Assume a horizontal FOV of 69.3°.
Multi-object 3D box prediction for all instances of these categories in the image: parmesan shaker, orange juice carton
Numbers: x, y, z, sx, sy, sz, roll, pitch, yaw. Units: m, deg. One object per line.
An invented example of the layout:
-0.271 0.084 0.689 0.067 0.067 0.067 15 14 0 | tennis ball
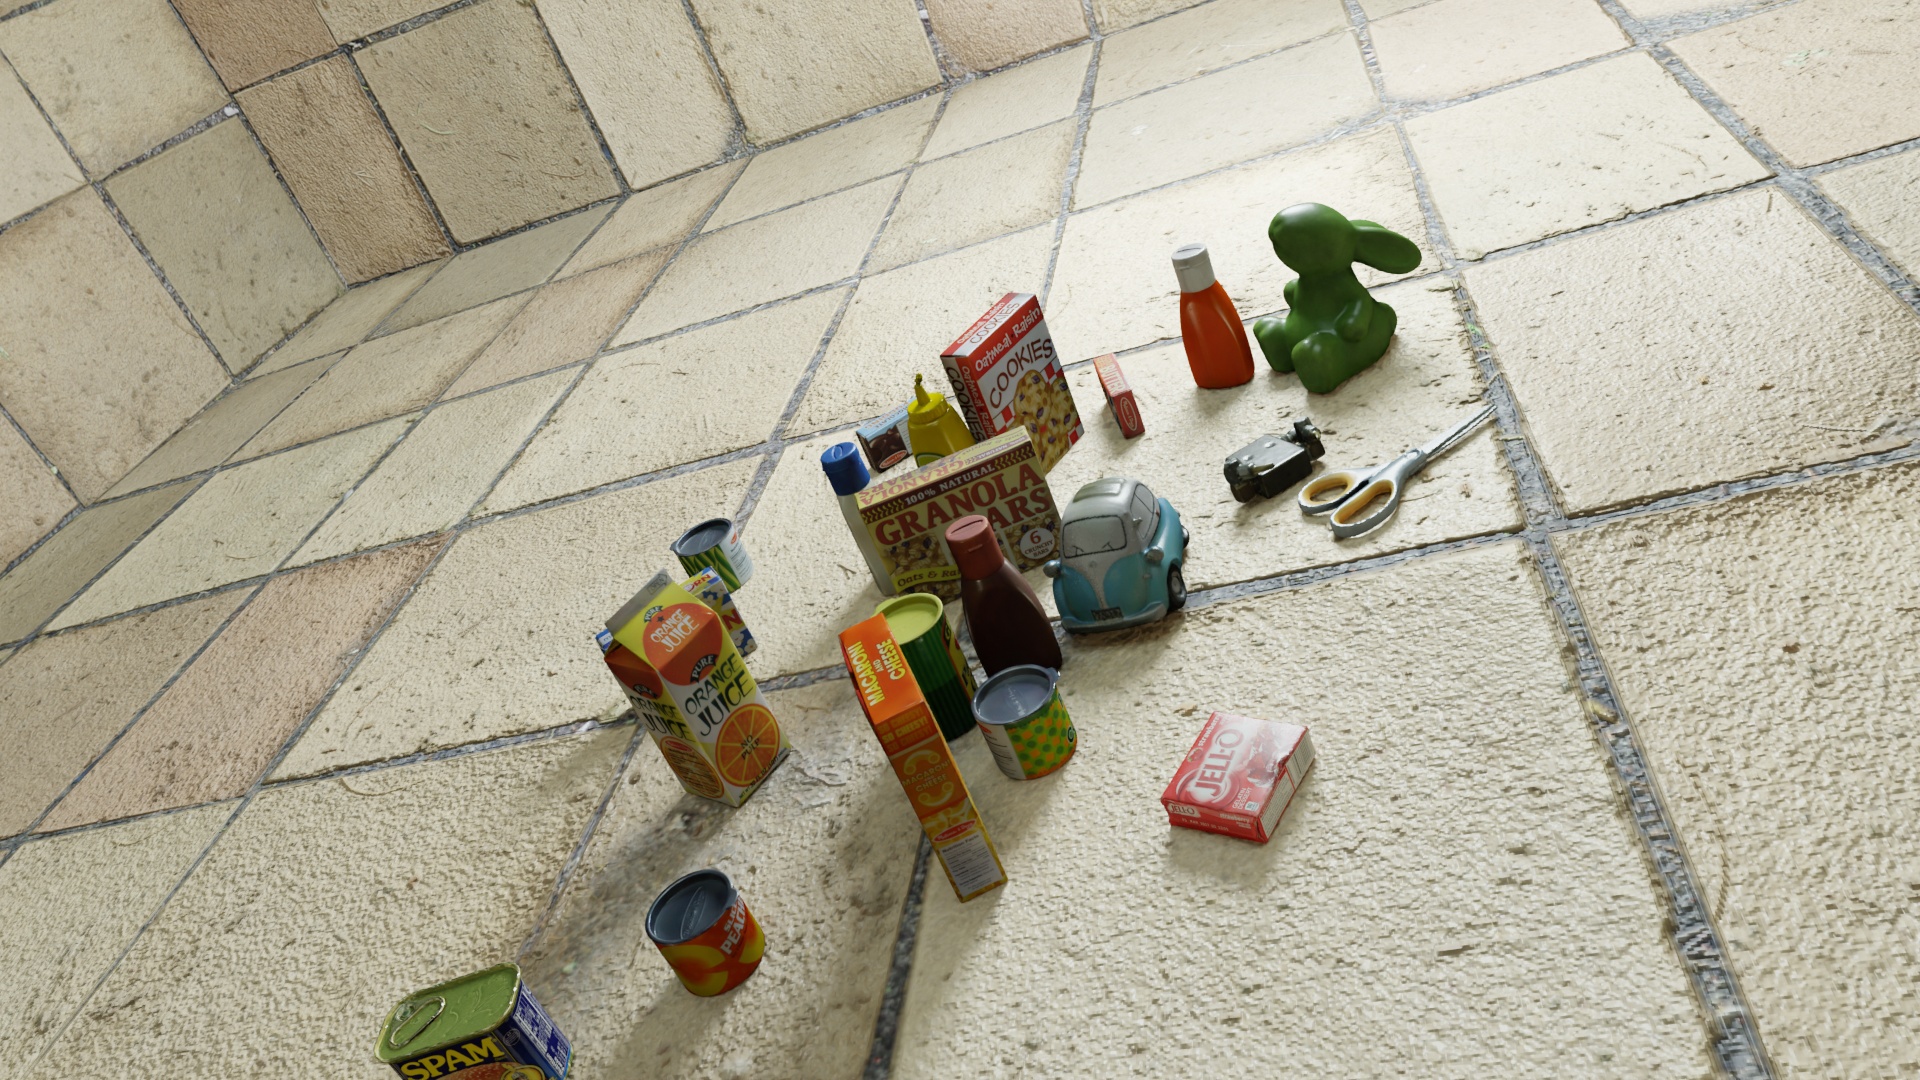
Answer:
-0.029 0.101 1.107 0.071 0.102 0.071 -17 30 10 | parmesan shaker
-0.219 0.118 1.121 0.073 0.192 0.072 5 40 40 | orange juice carton

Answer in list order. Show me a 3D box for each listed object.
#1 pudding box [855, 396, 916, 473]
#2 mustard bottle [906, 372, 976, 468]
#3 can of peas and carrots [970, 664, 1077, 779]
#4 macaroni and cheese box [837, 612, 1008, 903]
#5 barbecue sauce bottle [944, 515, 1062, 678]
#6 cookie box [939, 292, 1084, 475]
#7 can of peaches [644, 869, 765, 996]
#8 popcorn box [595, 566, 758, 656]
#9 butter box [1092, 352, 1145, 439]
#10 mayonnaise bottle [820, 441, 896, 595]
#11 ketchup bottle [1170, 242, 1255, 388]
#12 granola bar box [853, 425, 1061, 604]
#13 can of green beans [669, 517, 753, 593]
-0.070 -0.119 1.551 0.084 0.049 0.030 -33 30 -16 | pudding box
-0.019 -0.093 1.360 0.065 0.159 0.049 2 38 37 | mustard bottle
0.051 0.135 1.042 0.071 0.058 0.071 -17 30 10 | can of peas and carrots
-0.028 0.150 0.962 0.040 0.165 0.124 -26 29 -4 | macaroni and cheese box
0.030 0.049 1.105 0.065 0.148 0.044 -23 29 0 | barbecue sauce bottle
0.054 -0.145 1.388 0.040 0.166 0.123 5 40 41 | cookie box
-0.176 0.274 0.972 0.071 0.057 0.071 -17 30 10 | can of peaches
-0.265 0.095 1.301 0.127 0.085 0.038 -33 30 -16 | popcorn box
0.163 -0.151 1.437 0.024 0.053 0.104 -20 29 5 | butter box
-0.086 -0.022 1.304 0.041 0.147 0.065 -21 29 5 | mayonnaise bottle
0.250 -0.226 1.402 0.064 0.148 0.044 -1 36 35 | ketchup bottle
0.004 -0.016 1.254 0.165 0.123 0.039 -22 29 2 | granola bar box
-0.257 0.019 1.448 0.071 0.057 0.071 -17 30 10 | can of green beans
